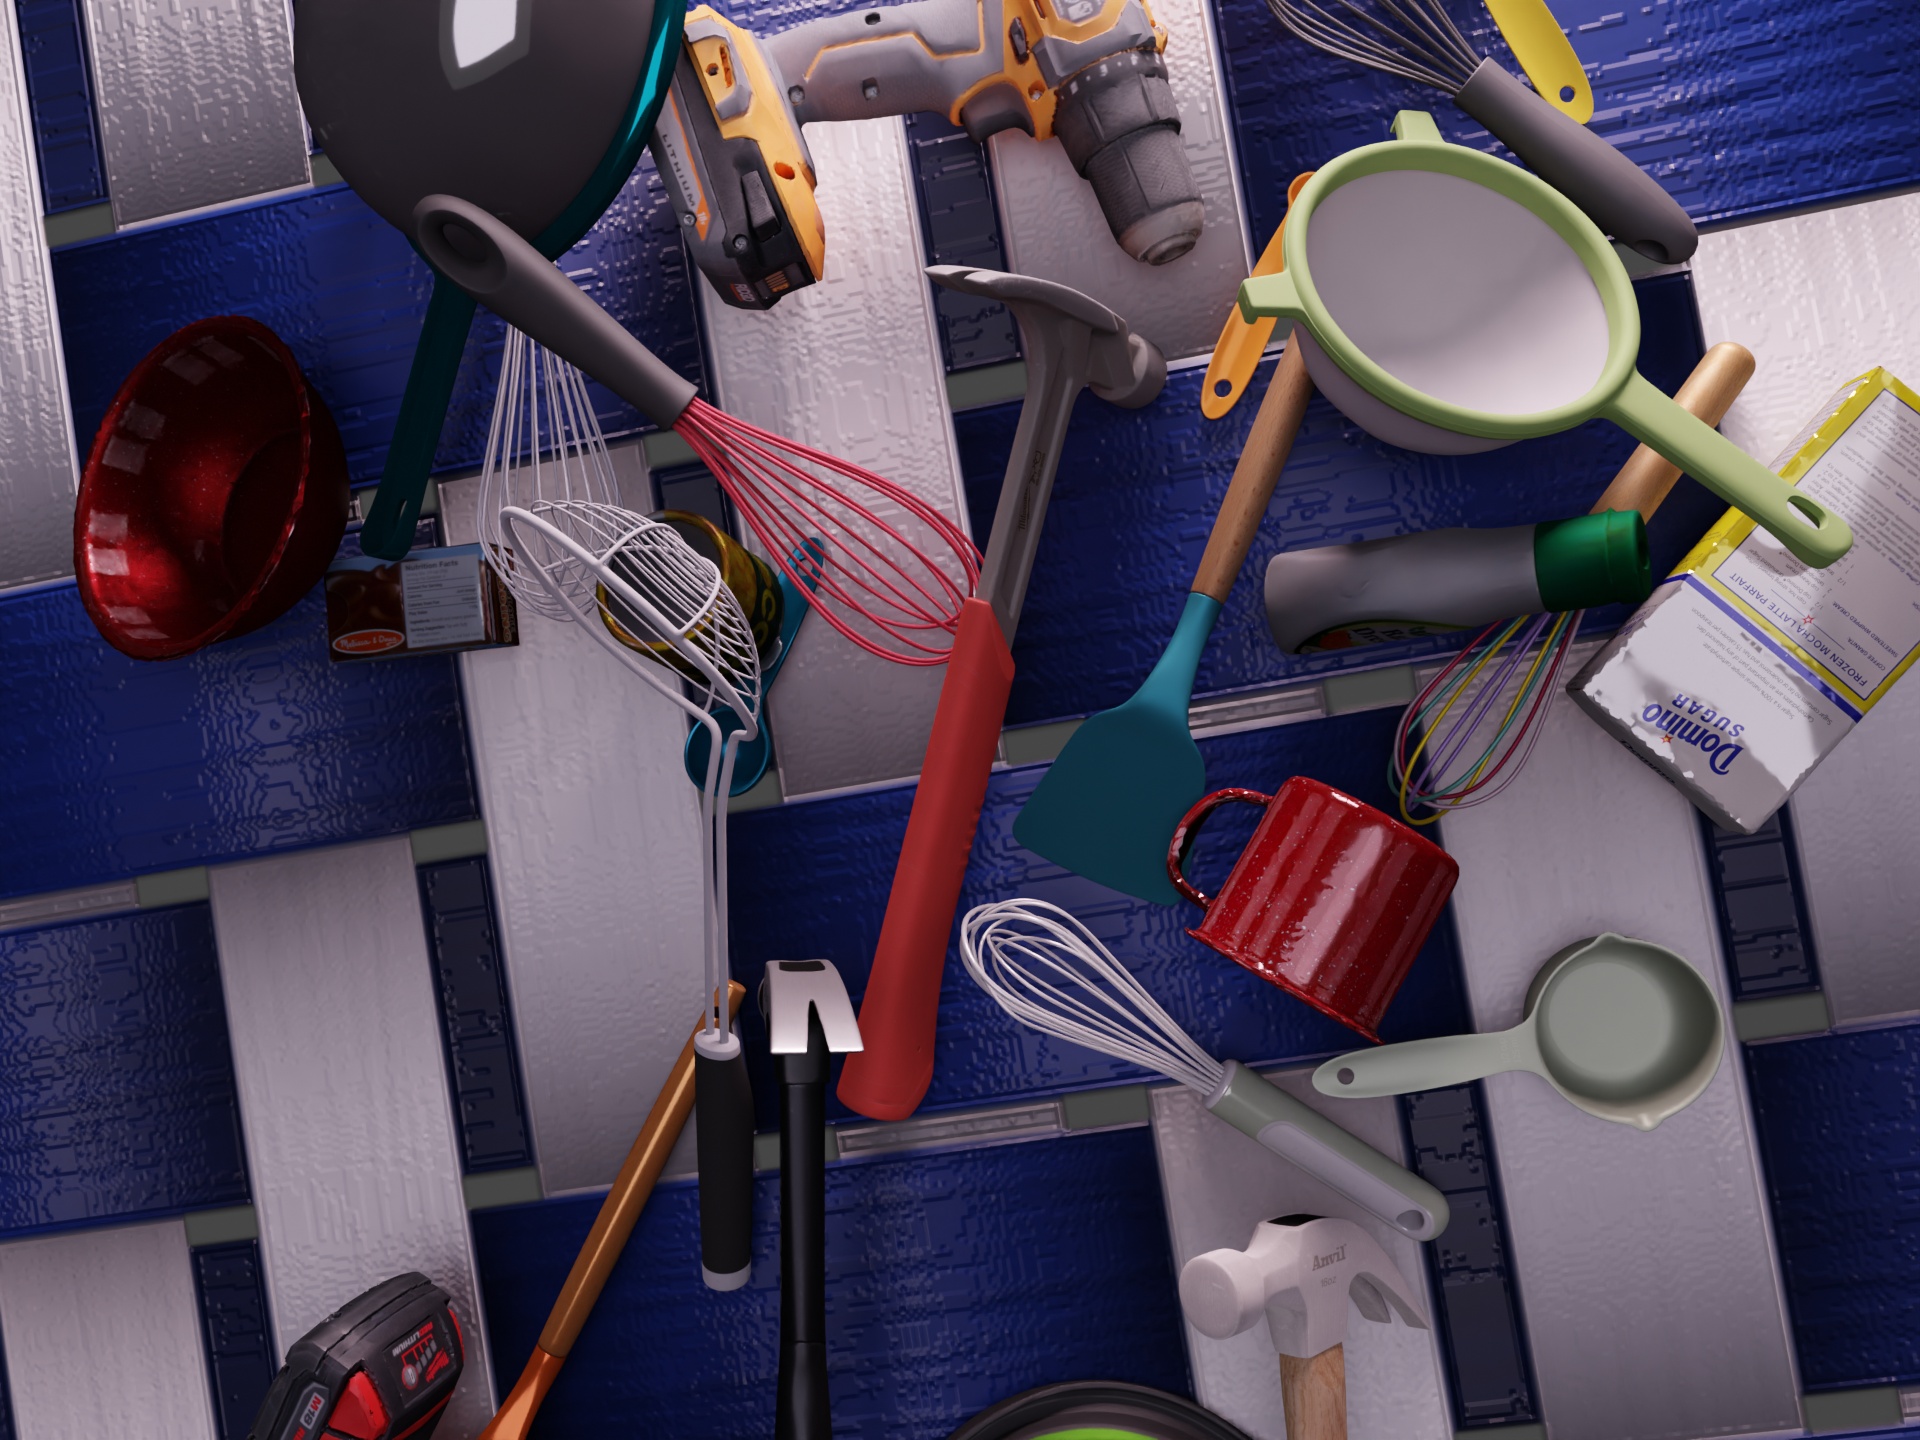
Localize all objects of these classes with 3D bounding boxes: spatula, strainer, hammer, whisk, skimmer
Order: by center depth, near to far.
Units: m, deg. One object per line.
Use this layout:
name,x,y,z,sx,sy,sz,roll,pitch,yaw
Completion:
hammer,0.150,0.366,0.639,0.031,0.130,0.331,-7,86,46
hammer,-0.063,0.266,0.639,0.035,0.146,0.335,0,82,-10
strainer,0.238,-0.132,0.656,0.256,0.069,0.151,37,62,7
skimmer,-0.128,0.088,0.657,0.127,0.090,0.363,22,118,49
hammer,-0.001,-0.002,0.672,0.037,0.149,0.359,19,99,34
whisk,-0.103,-0.118,0.672,0.295,0.073,0.073,37,94,-17
strainer,-0.237,-0.239,0.678,0.211,0.095,0.340,21,97,38
whisk,0.260,-0.057,0.679,0.047,0.051,0.245,36,90,-16
whisk,0.104,0.152,0.682,0.246,0.059,0.057,33,121,-1
whisk,0.219,-0.272,0.684,0.239,0.055,0.055,39,94,2
spatula,0.117,-0.076,0.705,0.082,0.044,0.317,22,87,9
whisk,-0.196,-0.185,0.736,0.070,0.070,0.285,-7,83,8
spatula,-0.175,0.266,0.738,0.081,0.041,0.322,26,88,9

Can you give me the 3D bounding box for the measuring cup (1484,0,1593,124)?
measuring cup,0.228,-0.326,0.697,0.062,0.029,0.156,-35,96,5

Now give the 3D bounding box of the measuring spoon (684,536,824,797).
measuring spoon,-0.088,-0.024,0.737,0.042,0.021,0.128,19,82,20

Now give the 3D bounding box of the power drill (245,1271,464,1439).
power drill,-0.190,0.341,0.671,0.220,0.078,0.143,31,101,11

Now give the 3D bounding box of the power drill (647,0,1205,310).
power drill,-0.015,-0.258,0.699,0.226,0.084,0.185,-22,87,2

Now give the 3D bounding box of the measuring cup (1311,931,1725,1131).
measuring cup,0.233,0.137,0.677,0.167,0.038,0.083,-12,87,9

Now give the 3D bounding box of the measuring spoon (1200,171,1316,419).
measuring spoon,0.136,-0.188,0.711,0.021,0.011,0.117,26,96,17

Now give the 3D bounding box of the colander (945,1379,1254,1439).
colander,-0.020,0.408,0.676,0.397,0.094,0.204,-9,88,7
